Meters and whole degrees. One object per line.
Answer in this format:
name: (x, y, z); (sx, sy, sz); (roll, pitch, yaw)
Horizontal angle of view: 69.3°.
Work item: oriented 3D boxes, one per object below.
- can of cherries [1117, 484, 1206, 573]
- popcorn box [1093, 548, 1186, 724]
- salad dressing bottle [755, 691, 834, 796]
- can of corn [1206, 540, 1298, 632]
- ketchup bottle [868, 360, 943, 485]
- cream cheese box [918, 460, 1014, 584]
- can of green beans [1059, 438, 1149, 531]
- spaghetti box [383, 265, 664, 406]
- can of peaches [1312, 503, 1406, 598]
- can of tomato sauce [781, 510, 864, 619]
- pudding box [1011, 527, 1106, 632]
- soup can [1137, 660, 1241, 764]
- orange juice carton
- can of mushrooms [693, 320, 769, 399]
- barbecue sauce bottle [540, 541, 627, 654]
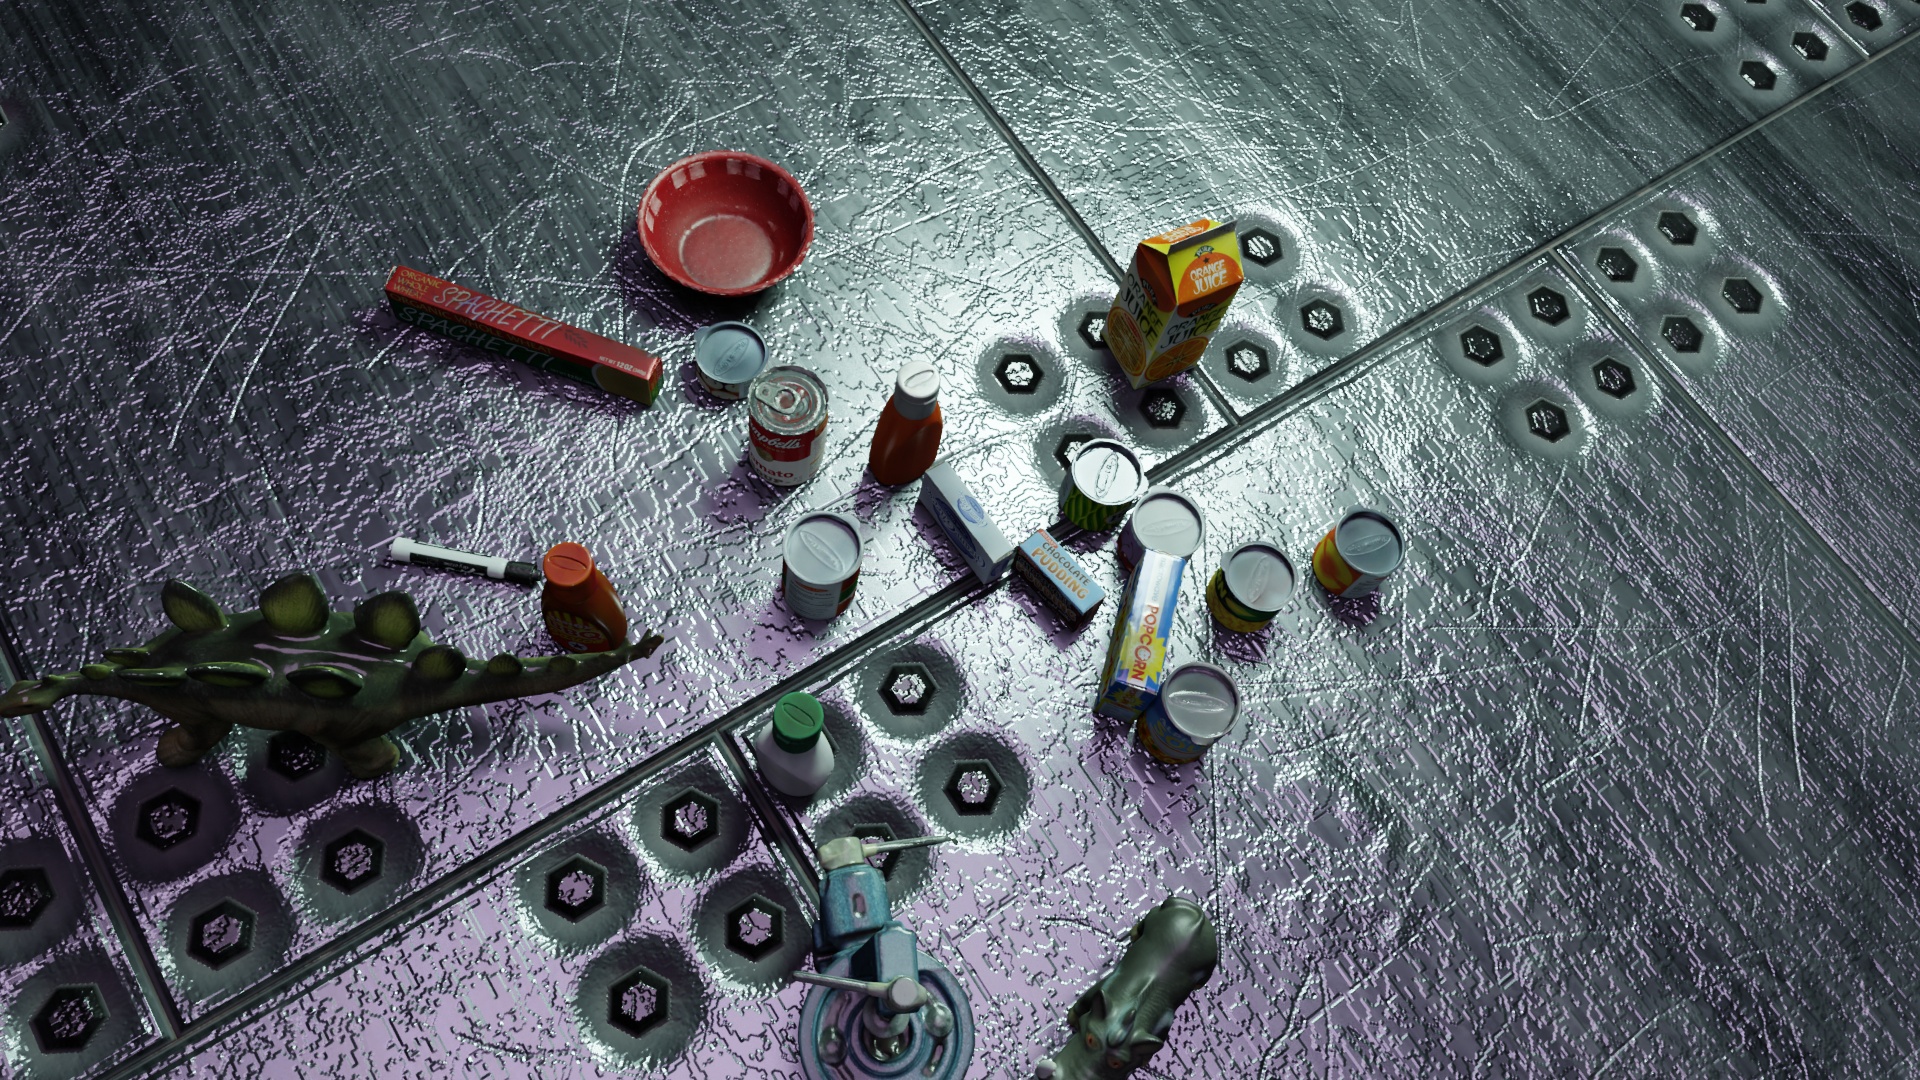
can of cherries: (0.177, -0.006, 1.232); (0.071, 0.058, 0.072); (3, 65, -7)
popcorn box: (0.152, 0.081, 1.173); (0.038, 0.085, 0.127); (17, 64, -1)
salad dressing bottle: (-0.126, 0.156, 1.062); (0.064, 0.147, 0.044); (34, 66, 7)
can of corn: (0.253, 0.040, 1.222); (0.071, 0.058, 0.071); (3, 65, -7)
ketchup bottle: (-0.043, -0.101, 1.192); (0.065, 0.148, 0.043); (-29, 73, -19)
cream cheese box: (0.004, -0.015, 1.212); (0.024, 0.053, 0.104); (-31, 74, -20)
can of green beans: (0.125, -0.049, 1.244); (0.071, 0.057, 0.071); (3, 65, -7)
spaghetti box: (-0.386, -0.181, 1.230); (0.250, 0.050, 0.029); (19, 65, 0)
can of peaches: (0.358, 0.010, 1.252); (0.071, 0.057, 0.071); (3, 65, -7)
can of tomato sauce: (-0.116, 0.020, 1.161); (0.071, 0.082, 0.071); (3, 65, -7)
pudding box: (0.085, 0.034, 1.204); (0.030, 0.049, 0.084); (-38, 76, -22)
soup can: (0.188, 0.146, 1.149); (0.071, 0.083, 0.071); (3, 65, -7)
orange juice carton: (0.194, -0.223, 1.259); (0.072, 0.191, 0.073); (-22, 71, -17)
can of mushrooms: (-0.209, -0.164, 1.259); (0.071, 0.033, 0.071); (3, 65, -7)
barbecue sauce bottle: (-0.298, 0.046, 1.085); (0.065, 0.148, 0.044); (16, 65, -1)
